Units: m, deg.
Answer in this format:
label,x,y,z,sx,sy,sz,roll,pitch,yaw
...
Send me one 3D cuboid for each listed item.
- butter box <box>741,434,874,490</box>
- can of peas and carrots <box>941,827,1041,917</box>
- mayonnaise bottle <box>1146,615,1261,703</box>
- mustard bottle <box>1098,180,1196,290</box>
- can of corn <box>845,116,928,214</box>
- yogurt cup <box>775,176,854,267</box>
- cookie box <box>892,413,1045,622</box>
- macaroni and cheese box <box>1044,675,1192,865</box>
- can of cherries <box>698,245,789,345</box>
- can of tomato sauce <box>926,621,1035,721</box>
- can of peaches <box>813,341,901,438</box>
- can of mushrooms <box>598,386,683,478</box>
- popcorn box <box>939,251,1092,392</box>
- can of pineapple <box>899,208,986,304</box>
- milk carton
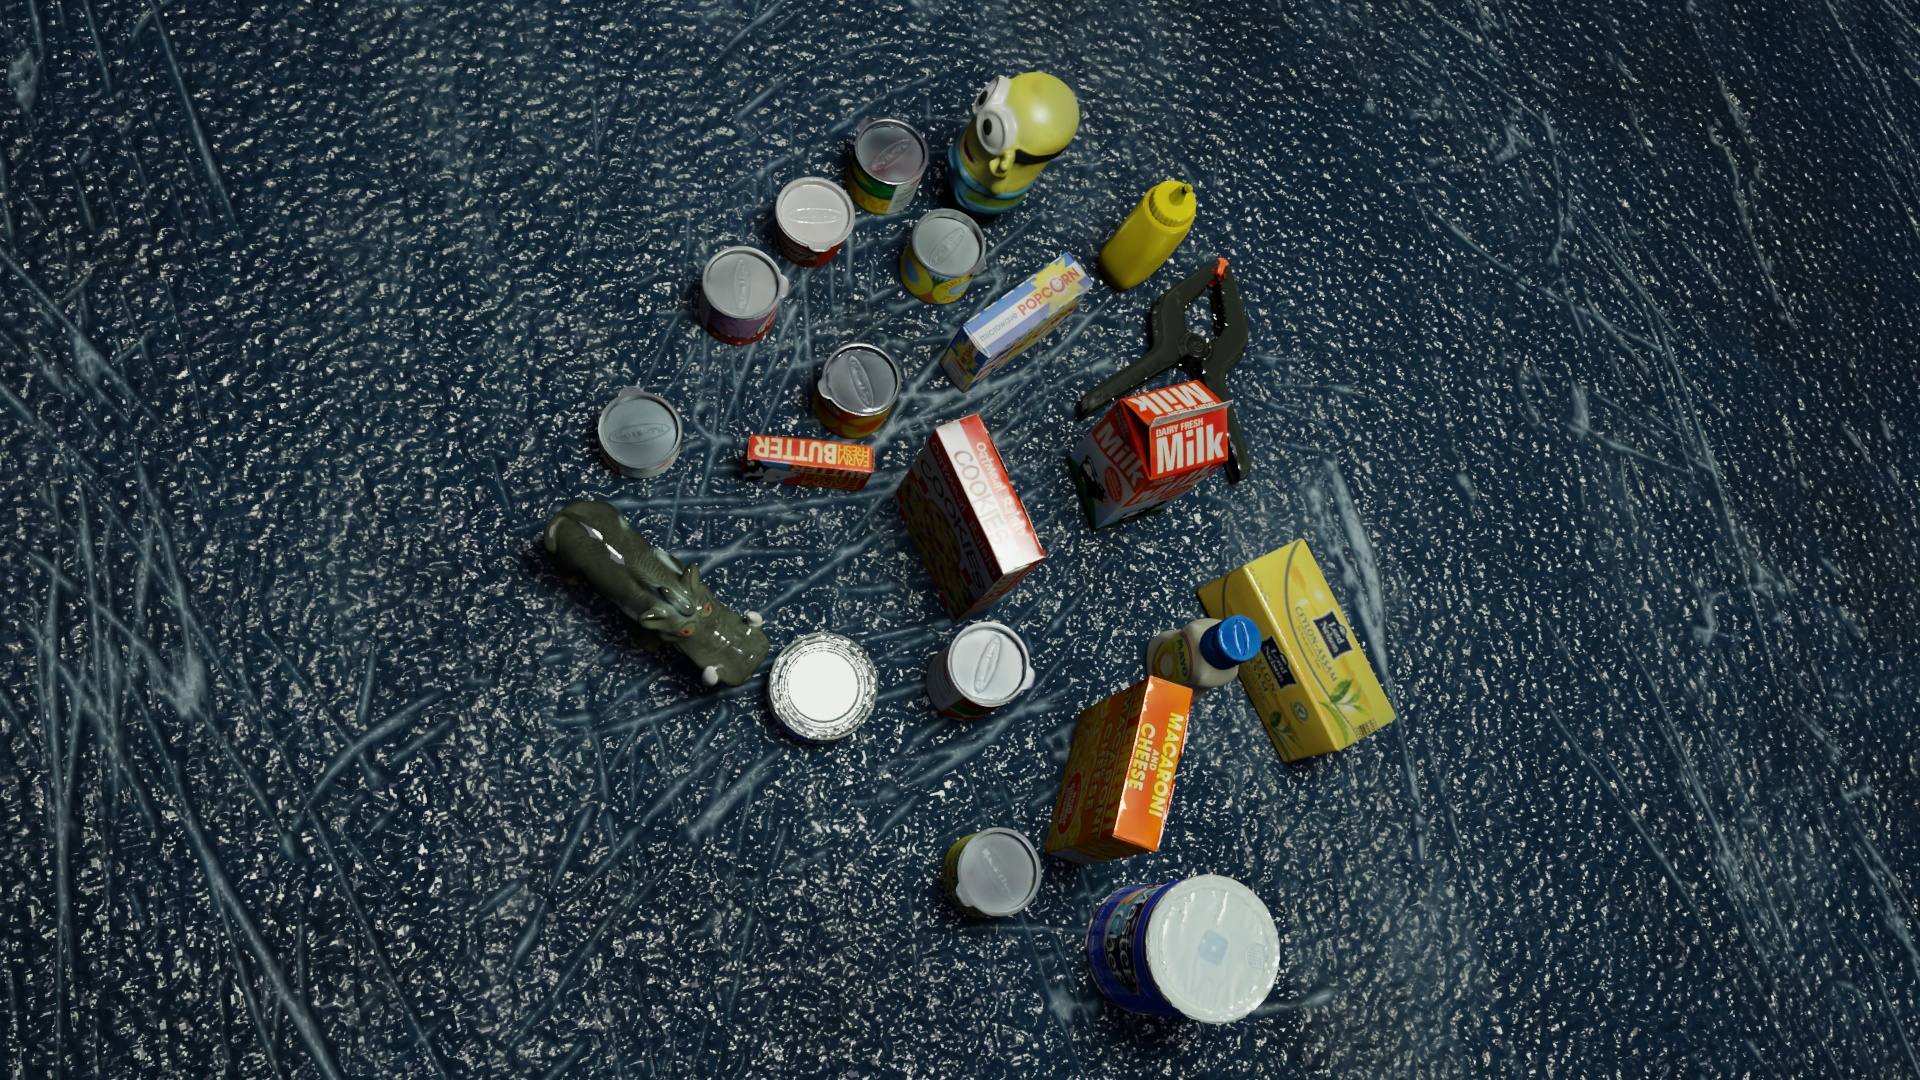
label,x,y,z,sx,sy,sz,roll,pitch,yaw
butter box,-0.126,-0.064,1.144,0.103,0.053,0.024,5,73,-13
can of peas and carrots,0.021,0.260,1.080,0.071,0.058,0.071,4,73,-13
mayonnaise bottle,0.196,0.094,1.127,0.041,0.147,0.065,-3,75,-15
mustard bottle,0.173,-0.278,1.228,0.065,0.159,0.049,-38,86,-21
can of corn,-0.068,-0.335,1.239,0.071,0.058,0.071,4,73,-13
yogurt cup,-0.129,-0.274,1.207,0.072,0.053,0.072,4,73,-13
cookie box,0.004,-0.014,1.101,0.040,0.167,0.123,-22,80,-19
macaroni and cheese box,0.121,0.181,1.072,0.040,0.166,0.124,19,70,-8
can of cherries,-0.183,-0.204,1.169,0.071,0.058,0.071,4,73,-13
can of tomato sauce,0.015,0.107,1.112,0.071,0.083,0.071,4,73,-13
can of peaches,-0.090,-0.125,1.169,0.071,0.058,0.071,4,73,-13
can of mushrooms,-0.260,-0.087,1.127,0.071,0.033,0.071,4,73,-13
popcorn box,0.048,-0.189,1.209,0.127,0.085,0.038,-38,86,-21
can of pineapple,-0.016,-0.248,1.226,0.071,0.057,0.071,4,73,-13
milk carton,0.157,-0.074,1.146,0.072,0.190,0.073,-15,78,-18
